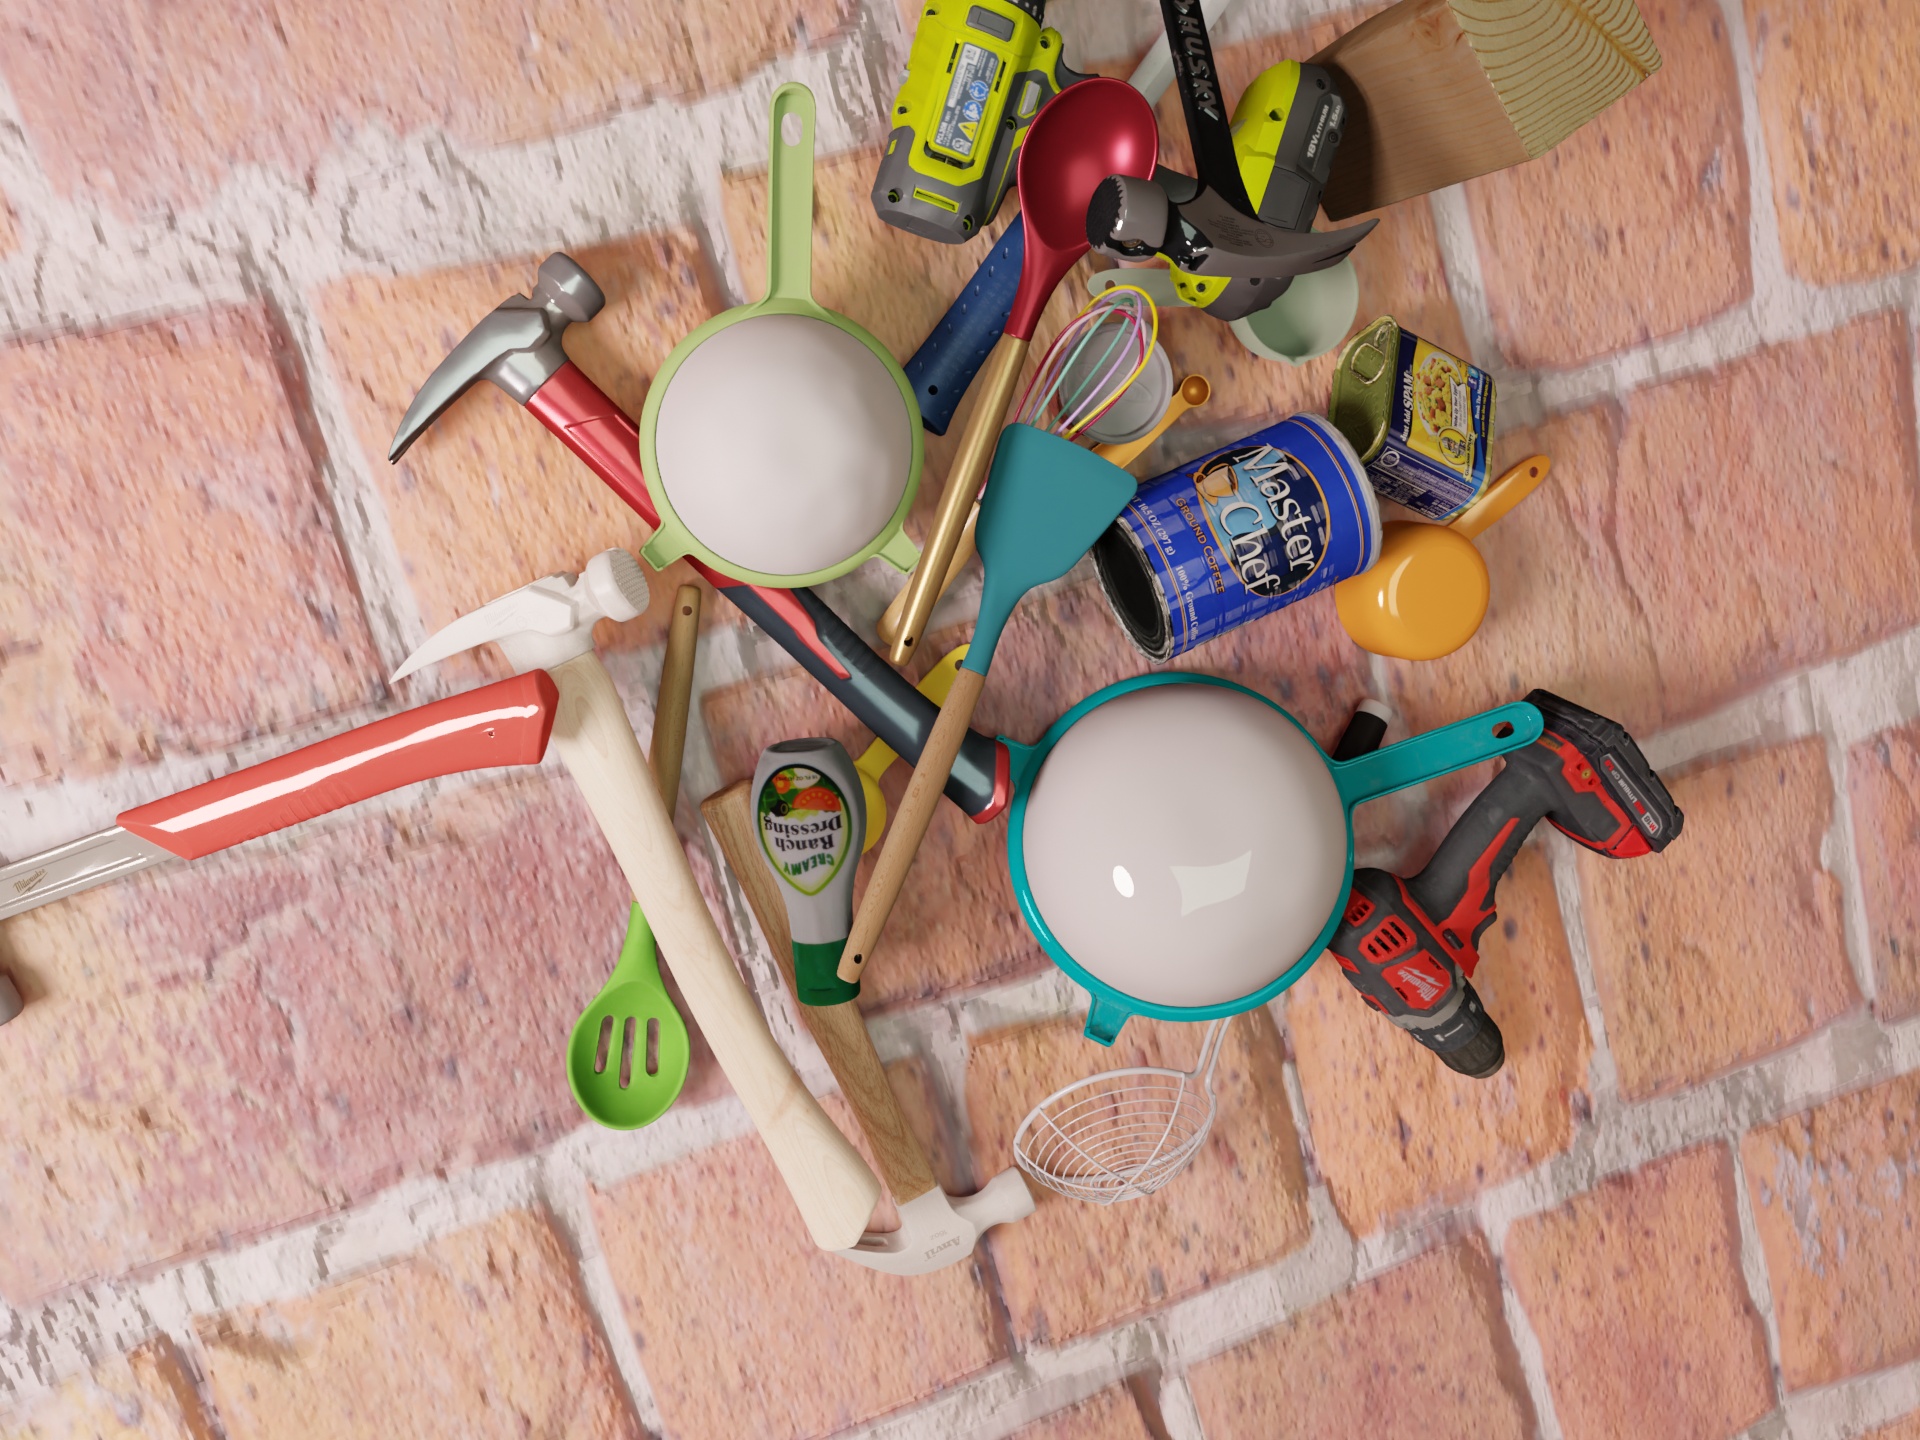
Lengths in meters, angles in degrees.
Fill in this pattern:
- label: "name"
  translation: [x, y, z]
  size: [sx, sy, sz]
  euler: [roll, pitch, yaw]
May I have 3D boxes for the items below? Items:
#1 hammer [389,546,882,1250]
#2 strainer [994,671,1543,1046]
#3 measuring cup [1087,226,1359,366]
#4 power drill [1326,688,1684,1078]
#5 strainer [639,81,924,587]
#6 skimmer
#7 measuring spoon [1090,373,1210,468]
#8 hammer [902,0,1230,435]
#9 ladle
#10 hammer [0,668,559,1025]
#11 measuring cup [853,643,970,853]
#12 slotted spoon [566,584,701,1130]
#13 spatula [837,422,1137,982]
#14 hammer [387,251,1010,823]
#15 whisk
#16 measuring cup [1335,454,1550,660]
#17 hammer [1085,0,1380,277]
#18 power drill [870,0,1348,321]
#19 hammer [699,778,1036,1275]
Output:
- label: "hammer"
  translation: [-0.159, 0.118, 0.875]
  size: [0.146, 0.038, 0.410]
  euler: [-21, 102, 15]
- label: "strainer"
  translation: [0.196, 0.047, 0.924]
  size: [0.340, 0.095, 0.211]
  euler: [-19, 81, -6]
- label: "measuring cup"
  translation: [0.151, -0.251, 0.938]
  size: [0.167, 0.038, 0.083]
  euler: [-1, 99, -13]
- label: "power drill"
  translation: [0.351, 0.113, 1.025]
  size: [0.226, 0.080, 0.187]
  euler: [-45, 117, -1]
- label: "strainer"
  translation: [-0.084, -0.192, 0.805]
  size: [0.151, 0.069, 0.256]
  euler: [0, 101, -13]
- label: "skimmer"
  translation: [0.160, 0.140, 1.002]
  size: [0.127, 0.090, 0.363]
  euler: [38, 76, -39]
- label: "measuring spoon"
  translation: [0.101, -0.168, 0.953]
  size: [0.117, 0.011, 0.021]
  euler: [-38, 107, -2]
- label: "hammer"
  translation: [0.085, -0.343, 0.906]
  size: [0.144, 0.035, 0.405]
  euler: [36, 89, -17]
- label: "ladle"
  translation: [0.022, -0.173, 0.826]
  size: [0.069, 0.031, 0.315]
  euler: [18, 104, -14]
- label: "hammer"
  translation: [-0.379, 0.039, 0.809]
  size: [0.359, 0.037, 0.149]
  euler: [-20, 105, 2]
- label: "measuring cup"
  translation: [-0.039, 0.017, 0.933]
  size: [0.062, 0.029, 0.156]
  euler: [41, 88, -17]
- label: "slotted spoon"
  translation: [-0.175, 0.078, 0.911]
  size: [0.070, 0.031, 0.314]
  euler: [7, 95, -13]
- label: "spatula"
  translation: [-0.001, -0.003, 0.872]
  size: [0.082, 0.044, 0.317]
  euler: [22, 89, -16]
- label: "hammer"
  translation: [-0.125, -0.067, 0.878]
  size: [0.386, 0.038, 0.143]
  euler: [44, 82, -13]
- label: "whisk"
  translation: [0.028, -0.135, 0.882]
  size: [0.047, 0.051, 0.245]
  euler: [38, 111, 0]
- label: "measuring cup"
  translation: [0.316, -0.108, 0.994]
  size: [0.173, 0.052, 0.095]
  euler: [-41, 106, -3]
- label: "hammer"
  translation: [0.108, -0.395, 0.801]
  size: [0.149, 0.036, 0.409]
  euler: [3, 67, -24]
- label: "power drill"
  translation: [0.082, -0.328, 0.849]
  size: [0.228, 0.080, 0.190]
  euler: [17, 95, -13]
- label: "hammer"
  translation: [-0.074, 0.189, 0.952]
  size: [0.130, 0.031, 0.331]
  euler: [-26, 104, -10]
